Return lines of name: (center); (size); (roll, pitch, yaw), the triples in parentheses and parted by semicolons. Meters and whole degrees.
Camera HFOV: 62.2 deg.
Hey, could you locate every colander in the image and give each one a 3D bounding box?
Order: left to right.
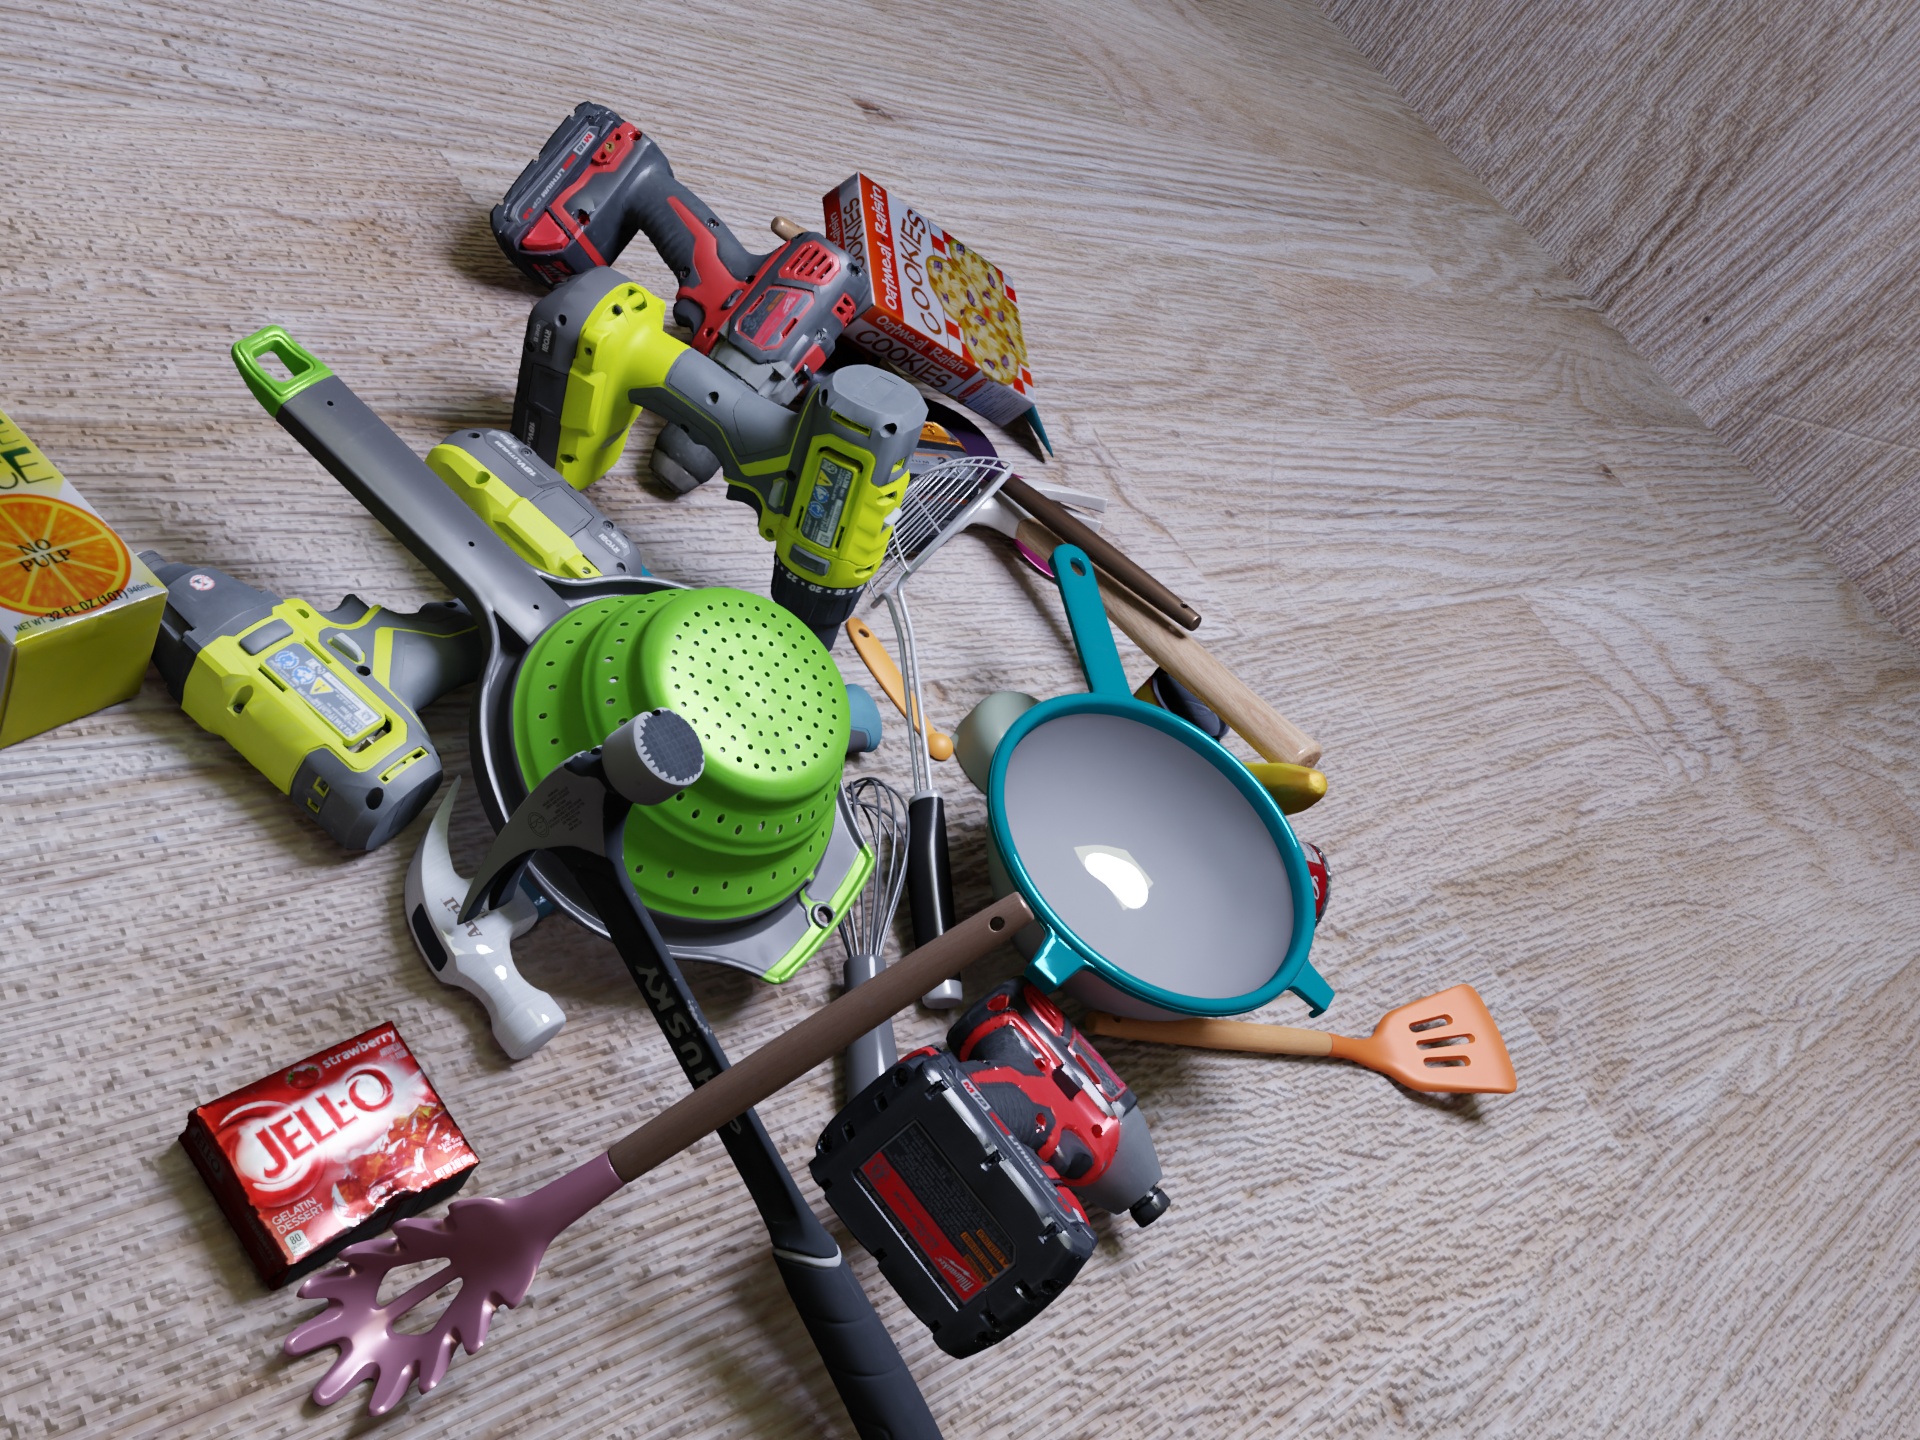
colander: (-0.177, -0.054, 0.750); (0.397, 0.094, 0.204); (46, 44, -8)

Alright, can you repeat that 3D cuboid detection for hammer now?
hammer: (-0.147, 0.048, 0.838); (0.128, 0.033, 0.331); (49, 38, 9)
hammer: (-0.078, 0.204, 0.658); (0.036, 0.149, 0.409); (-24, 85, -57)
hammer: (0.122, -0.072, 1.102); (0.130, 0.031, 0.332); (-19, 50, -37)

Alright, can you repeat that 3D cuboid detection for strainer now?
strainer: (0.081, 0.043, 0.956); (0.211, 0.095, 0.341); (10, 48, -26)

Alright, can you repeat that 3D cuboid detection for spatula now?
spatula: (-0.028, -0.293, 1.200); (0.317, 0.044, 0.082); (21, 33, -45)
spatula: (0.054, -0.156, 1.137); (0.060, 0.018, 0.316); (-25, 53, -36)
spatula: (0.214, 0.195, 0.989); (0.322, 0.041, 0.081); (11, 47, -31)

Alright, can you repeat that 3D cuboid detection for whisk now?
whisk: (-0.047, 0.129, 0.832); (0.055, 0.055, 0.239); (16, 48, -28)

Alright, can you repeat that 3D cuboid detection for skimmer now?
skimmer: (-0.002, -0.003, 0.955); (0.090, 0.127, 0.364); (12, 58, -31)

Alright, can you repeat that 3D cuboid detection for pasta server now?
pasta server: (-0.108, 0.155, 0.600); (0.060, 0.316, 0.040); (57, 0, 4)

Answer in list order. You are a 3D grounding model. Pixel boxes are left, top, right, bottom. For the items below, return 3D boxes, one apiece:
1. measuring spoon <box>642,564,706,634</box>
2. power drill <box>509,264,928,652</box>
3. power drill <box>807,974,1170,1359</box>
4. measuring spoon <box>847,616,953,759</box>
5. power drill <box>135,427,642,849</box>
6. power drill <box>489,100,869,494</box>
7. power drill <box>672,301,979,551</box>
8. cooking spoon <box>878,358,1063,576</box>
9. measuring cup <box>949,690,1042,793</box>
measuring spoon: (-0.176, -0.066, 0.945); (0.128, 0.021, 0.042); (35, 36, -22)
power drill: (-0.145, -0.147, 0.935); (0.228, 0.190, 0.080); (27, 37, 7)
power drill: (0.030, 0.204, 0.754); (0.143, 0.078, 0.219); (50, 15, 12)
measuring spoon: (-0.038, -0.023, 1.015); (0.021, 0.011, 0.117); (-14, 62, -46)
power drill: (-0.281, -0.056, 0.795); (0.171, 0.080, 0.223); (42, 41, 1)
power drill: (-0.195, -0.272, 1.034); (0.227, 0.188, 0.080); (37, -3, 12)
power drill: (-0.099, -0.223, 1.111); (0.164, 0.084, 0.227); (0, 49, -40)
cooking spoon: (-0.014, -0.222, 1.228); (0.319, 0.017, 0.069); (46, 51, 8)
measuring cup: (0.040, 0.048, 0.988); (0.083, 0.038, 0.168); (21, 41, -23)
